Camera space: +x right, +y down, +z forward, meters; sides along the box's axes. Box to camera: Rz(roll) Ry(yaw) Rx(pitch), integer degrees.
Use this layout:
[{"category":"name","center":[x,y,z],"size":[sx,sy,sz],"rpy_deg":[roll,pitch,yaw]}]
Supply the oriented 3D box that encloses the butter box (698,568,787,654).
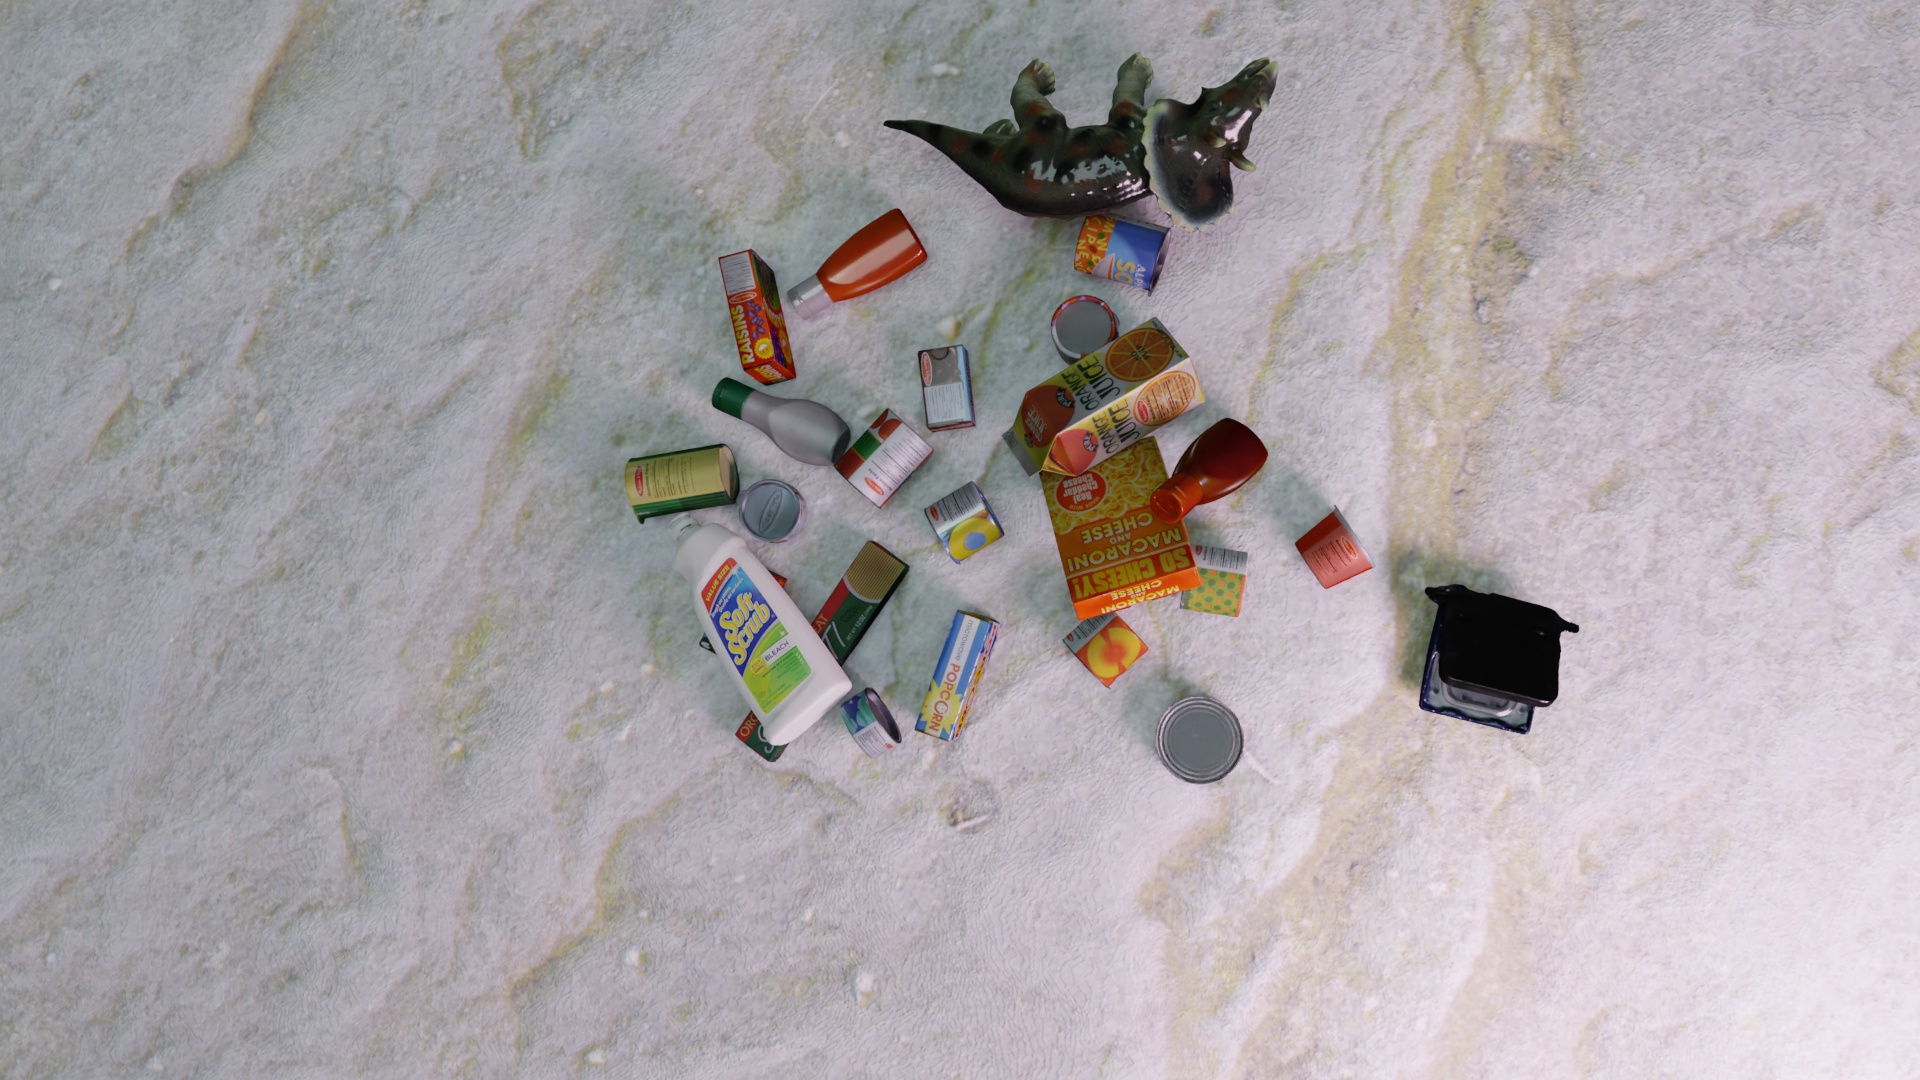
[{"category":"butter box","center":[-0.227,0.075,1.455],"size":[0.053,0.024,0.103],"rpy_deg":[25,89,12]}]

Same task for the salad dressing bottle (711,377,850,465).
[{"category":"salad dressing bottle","center":[-0.190,-0.128,1.460],"size":[0.148,0.044,0.064],"rpy_deg":[25,91,12]}]

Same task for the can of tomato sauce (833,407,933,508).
[{"category":"can of tomato sauce","center":[-0.079,-0.086,1.428],"size":[0.071,0.071,0.083],"rpy_deg":[43,92,10]}]

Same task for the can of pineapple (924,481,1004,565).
[{"category":"can of pineapple","center":[0.005,-0.018,1.408],"size":[0.058,0.071,0.071],"rpy_deg":[-30,81,5]}]

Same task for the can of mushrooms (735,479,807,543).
[{"category":"can of mushrooms","center":[-0.198,-0.031,1.456],"size":[0.071,0.033,0.071],"rpy_deg":[-1,85,9]}]

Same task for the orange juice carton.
[{"category":"orange juice carton","center":[0.136,-0.132,1.374],"size":[0.193,0.072,0.072],"rpy_deg":[-30,50,1]}]

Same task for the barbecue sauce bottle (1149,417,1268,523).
[{"category":"barbecue sauce bottle","center":[0.236,-0.065,1.340],"size":[0.065,0.043,0.149],"rpy_deg":[43,48,12]}]

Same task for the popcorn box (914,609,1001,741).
[{"category":"popcorn box","center":[-0.001,0.134,1.383],"size":[0.038,0.085,0.126],"rpy_deg":[19,88,10]}]

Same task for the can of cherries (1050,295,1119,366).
[{"category":"can of cherries","center":[0.128,-0.213,1.409],"size":[0.071,0.058,0.071],"rpy_deg":[-1,85,9]}]

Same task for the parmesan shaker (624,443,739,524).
[{"category":"parmesan shaker","center":[-0.290,-0.059,1.458],"size":[0.103,0.071,0.071],"rpy_deg":[-9,84,8]}]

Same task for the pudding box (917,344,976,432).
[{"category":"pudding box","center":[-0.013,-0.158,1.441],"size":[0.049,0.030,0.084],"rpy_deg":[-8,83,9]}]

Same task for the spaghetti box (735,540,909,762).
[{"category":"spaghetti box","center":[-0.143,0.115,1.436],"size":[0.050,0.028,0.250],"rpy_deg":[35,90,11]}]

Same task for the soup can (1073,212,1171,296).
[{"category":"soup can","center":[0.163,-0.292,1.407],"size":[0.084,0.071,0.071],"rpy_deg":[17,88,11]}]

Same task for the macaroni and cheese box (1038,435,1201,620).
[{"category":"macaroni and cheese box","center":[0.154,-0.013,1.358],"size":[0.124,0.040,0.167],"rpy_deg":[-17,53,7]}]

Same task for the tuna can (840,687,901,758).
[{"category":"tuna can","center":[-0.091,0.183,1.404],"size":[0.033,0.071,0.071],"rpy_deg":[-33,81,6]}]

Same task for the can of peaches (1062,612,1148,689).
[{"category":"can of peaches","center":[0.145,0.104,1.374],"size":[0.058,0.071,0.071],"rpy_deg":[-44,80,3]}]

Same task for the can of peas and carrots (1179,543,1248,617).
[{"category":"can of peas and carrots","center":[0.248,0.041,1.363],"size":[0.059,0.071,0.071],"rpy_deg":[9,86,9]}]

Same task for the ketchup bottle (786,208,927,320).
[{"category":"ketchup bottle","center":[-0.112,-0.286,1.462],"size":[0.149,0.043,0.065],"rpy_deg":[-31,80,5]}]

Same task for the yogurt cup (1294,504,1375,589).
[{"category":"yogurt cup","center":[0.362,0.011,1.349],"size":[0.054,0.072,0.072],"rpy_deg":[-34,81,13]}]

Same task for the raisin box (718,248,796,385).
[{"category":"raisin box","center":[-0.212,-0.231,1.451],"size":[0.040,0.086,0.123],"rpy_deg":[-14,83,6]}]
